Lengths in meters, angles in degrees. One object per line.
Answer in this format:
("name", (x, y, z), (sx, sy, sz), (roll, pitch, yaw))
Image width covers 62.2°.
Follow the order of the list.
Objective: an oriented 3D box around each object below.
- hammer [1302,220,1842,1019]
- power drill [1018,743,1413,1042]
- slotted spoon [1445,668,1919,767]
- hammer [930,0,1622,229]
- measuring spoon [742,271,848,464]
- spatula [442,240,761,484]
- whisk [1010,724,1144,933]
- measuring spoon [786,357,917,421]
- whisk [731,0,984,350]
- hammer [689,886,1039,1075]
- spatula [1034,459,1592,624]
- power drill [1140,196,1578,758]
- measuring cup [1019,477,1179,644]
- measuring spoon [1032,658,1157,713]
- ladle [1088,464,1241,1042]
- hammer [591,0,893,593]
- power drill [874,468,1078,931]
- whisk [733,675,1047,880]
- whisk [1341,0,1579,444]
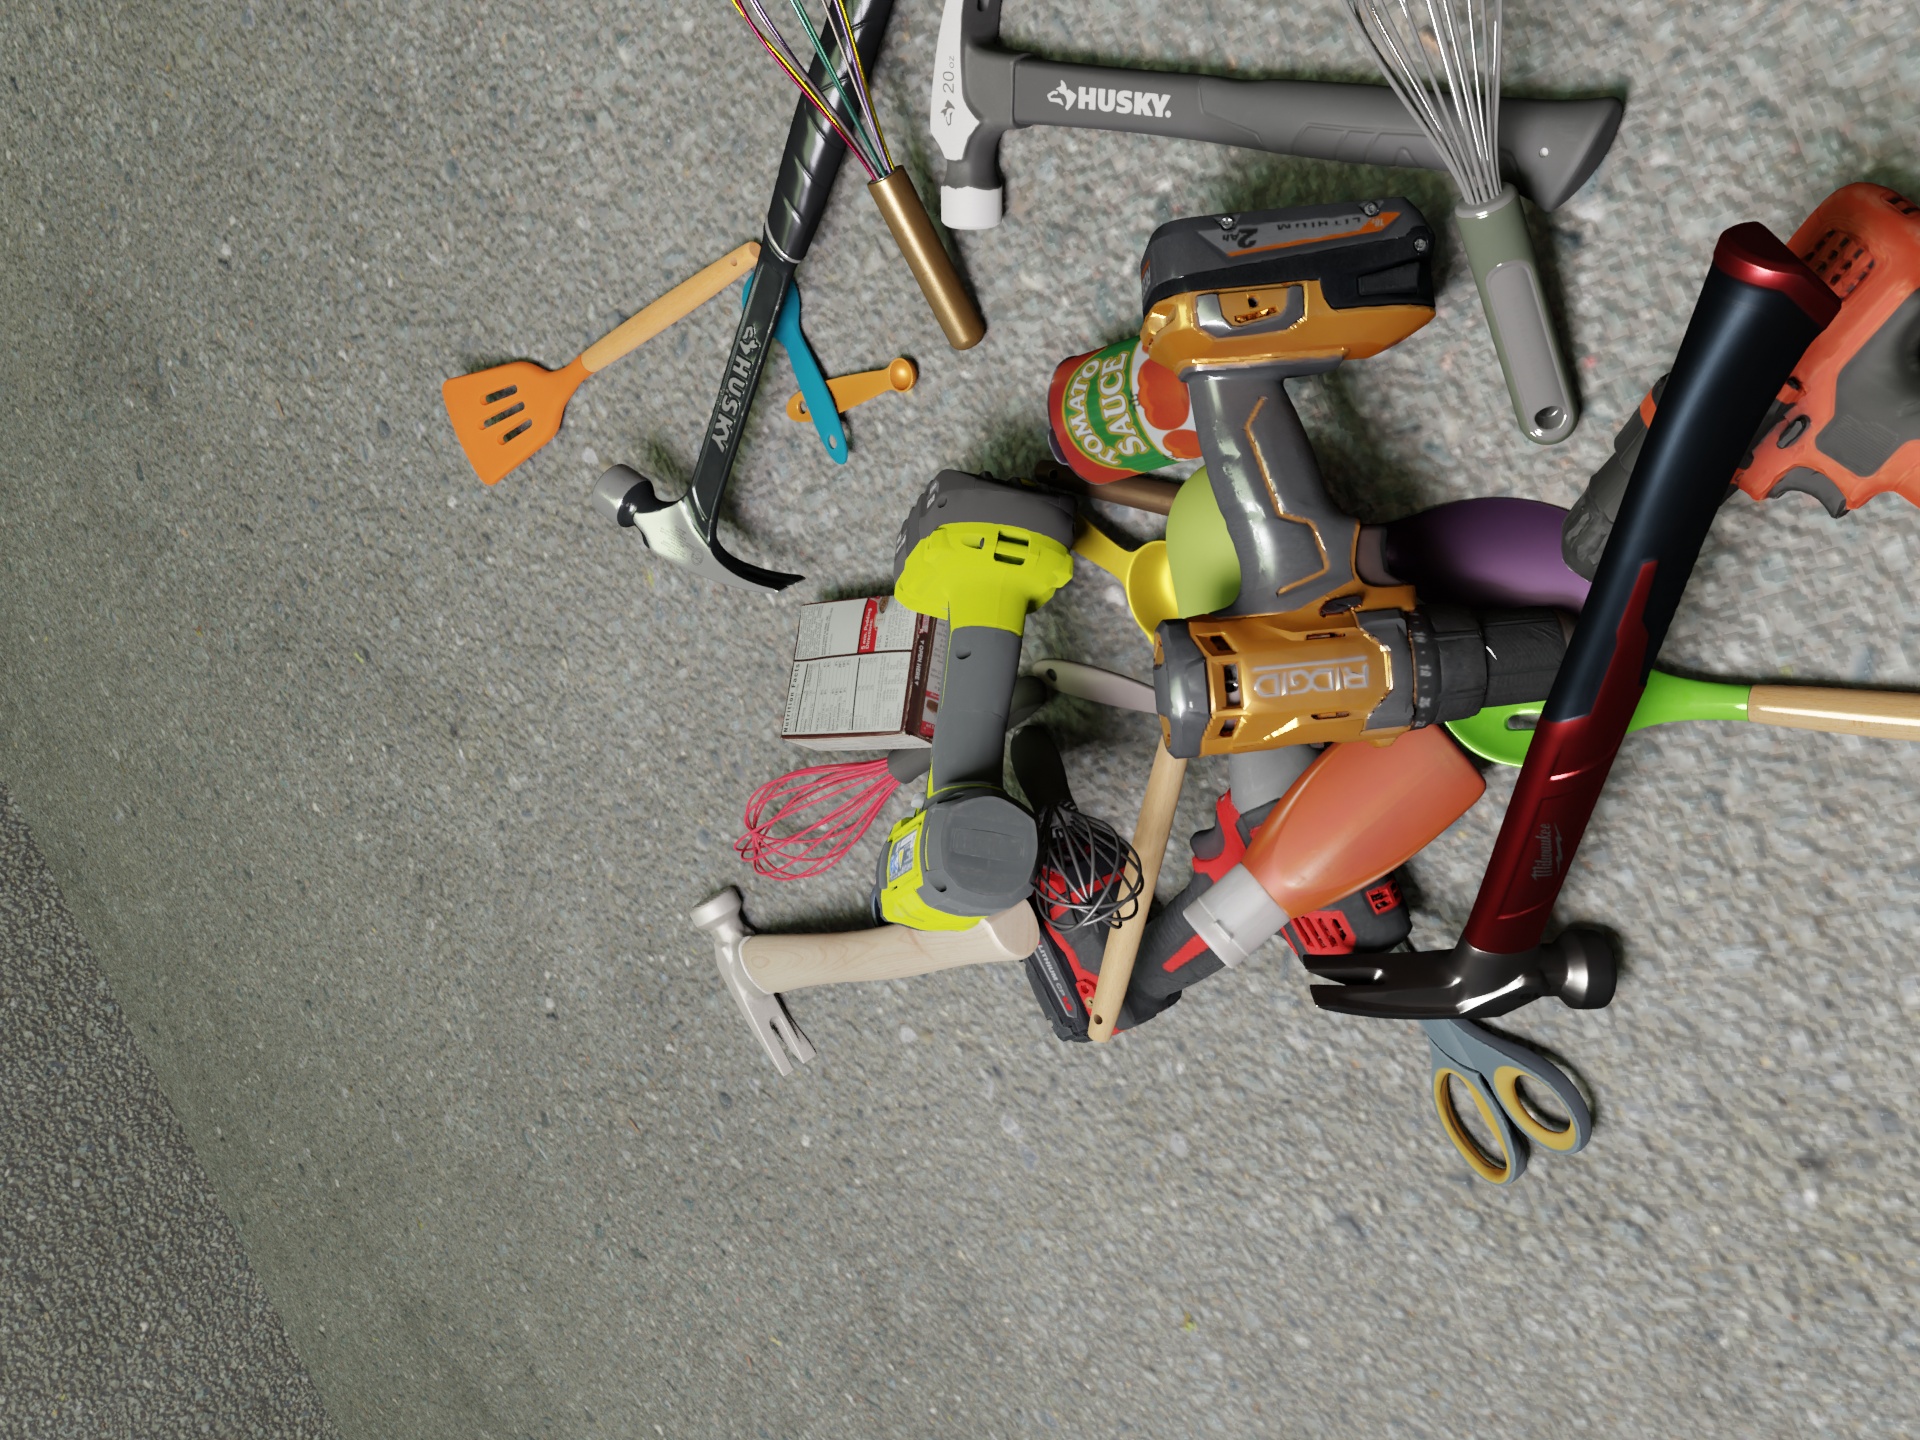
("hammer", (0.239, -0.010, 0.638), (0.143, 0.038, 0.386), (-1, 132, -3))
("power drill", (0.125, 0.086, 0.865), (0.219, 0.078, 0.143), (-30, 83, 42))
("slotted spoon", (0.354, -0.003, 0.655), (0.314, 0.031, 0.070), (6, 97, 37))
("hammer", (0.124, -0.279, 0.715), (0.335, 0.035, 0.146), (20, 124, 33))
("measuring spoon", (-0.100, -0.210, 0.948), (0.042, 0.021, 0.128), (-26, 86, 47))
("spatula", (-0.238, -0.243, 1.050), (0.322, 0.041, 0.081), (-16, 98, 44))
("whisk", (0.053, 0.048, 0.841), (0.055, 0.239, 0.055), (-2, 110, -6))
("measuring spoon", (-0.065, -0.195, 0.944), (0.117, 0.011, 0.021), (-5, 101, 46))
("whisk", (-0.052, -0.298, 0.814), (0.244, 0.047, 0.051), (59, 178, -28))
("hammer", (-0.064, 0.161, 1.037), (0.410, 0.038, 0.146), (-21, 97, 59))
("spatula", (0.166, -0.097, 0.779), (0.316, 0.018, 0.060), (18, 101, 35))
("power drill", (0.169, -0.101, 0.685), (0.185, 0.084, 0.226), (-5, 92, 1))
("measuring cup", (0.085, -0.095, 0.856), (0.157, 0.029, 0.062), (40, 134, 35))
("measuring spoon", (0.087, -0.013, 0.891), (0.124, 0.018, 0.034), (17, 121, 36))
("ladle", (0.111, 0.022, 0.801), (0.078, 0.062, 0.320), (25, 115, 30))
("hammer", (-0.103, -0.252, 0.903), (0.149, 0.036, 0.408), (35, 124, 14))
("power drill", (-0.001, -0.003, 0.836), (0.171, 0.080, 0.223), (140, 138, -70))
("whisk", (-0.050, 0.036, 1.010), (0.296, 0.073, 0.073), (-30, 90, 41))
("whisk", (0.204, -0.211, 0.623), (0.058, 0.059, 0.246), (-17, 124, 21))
